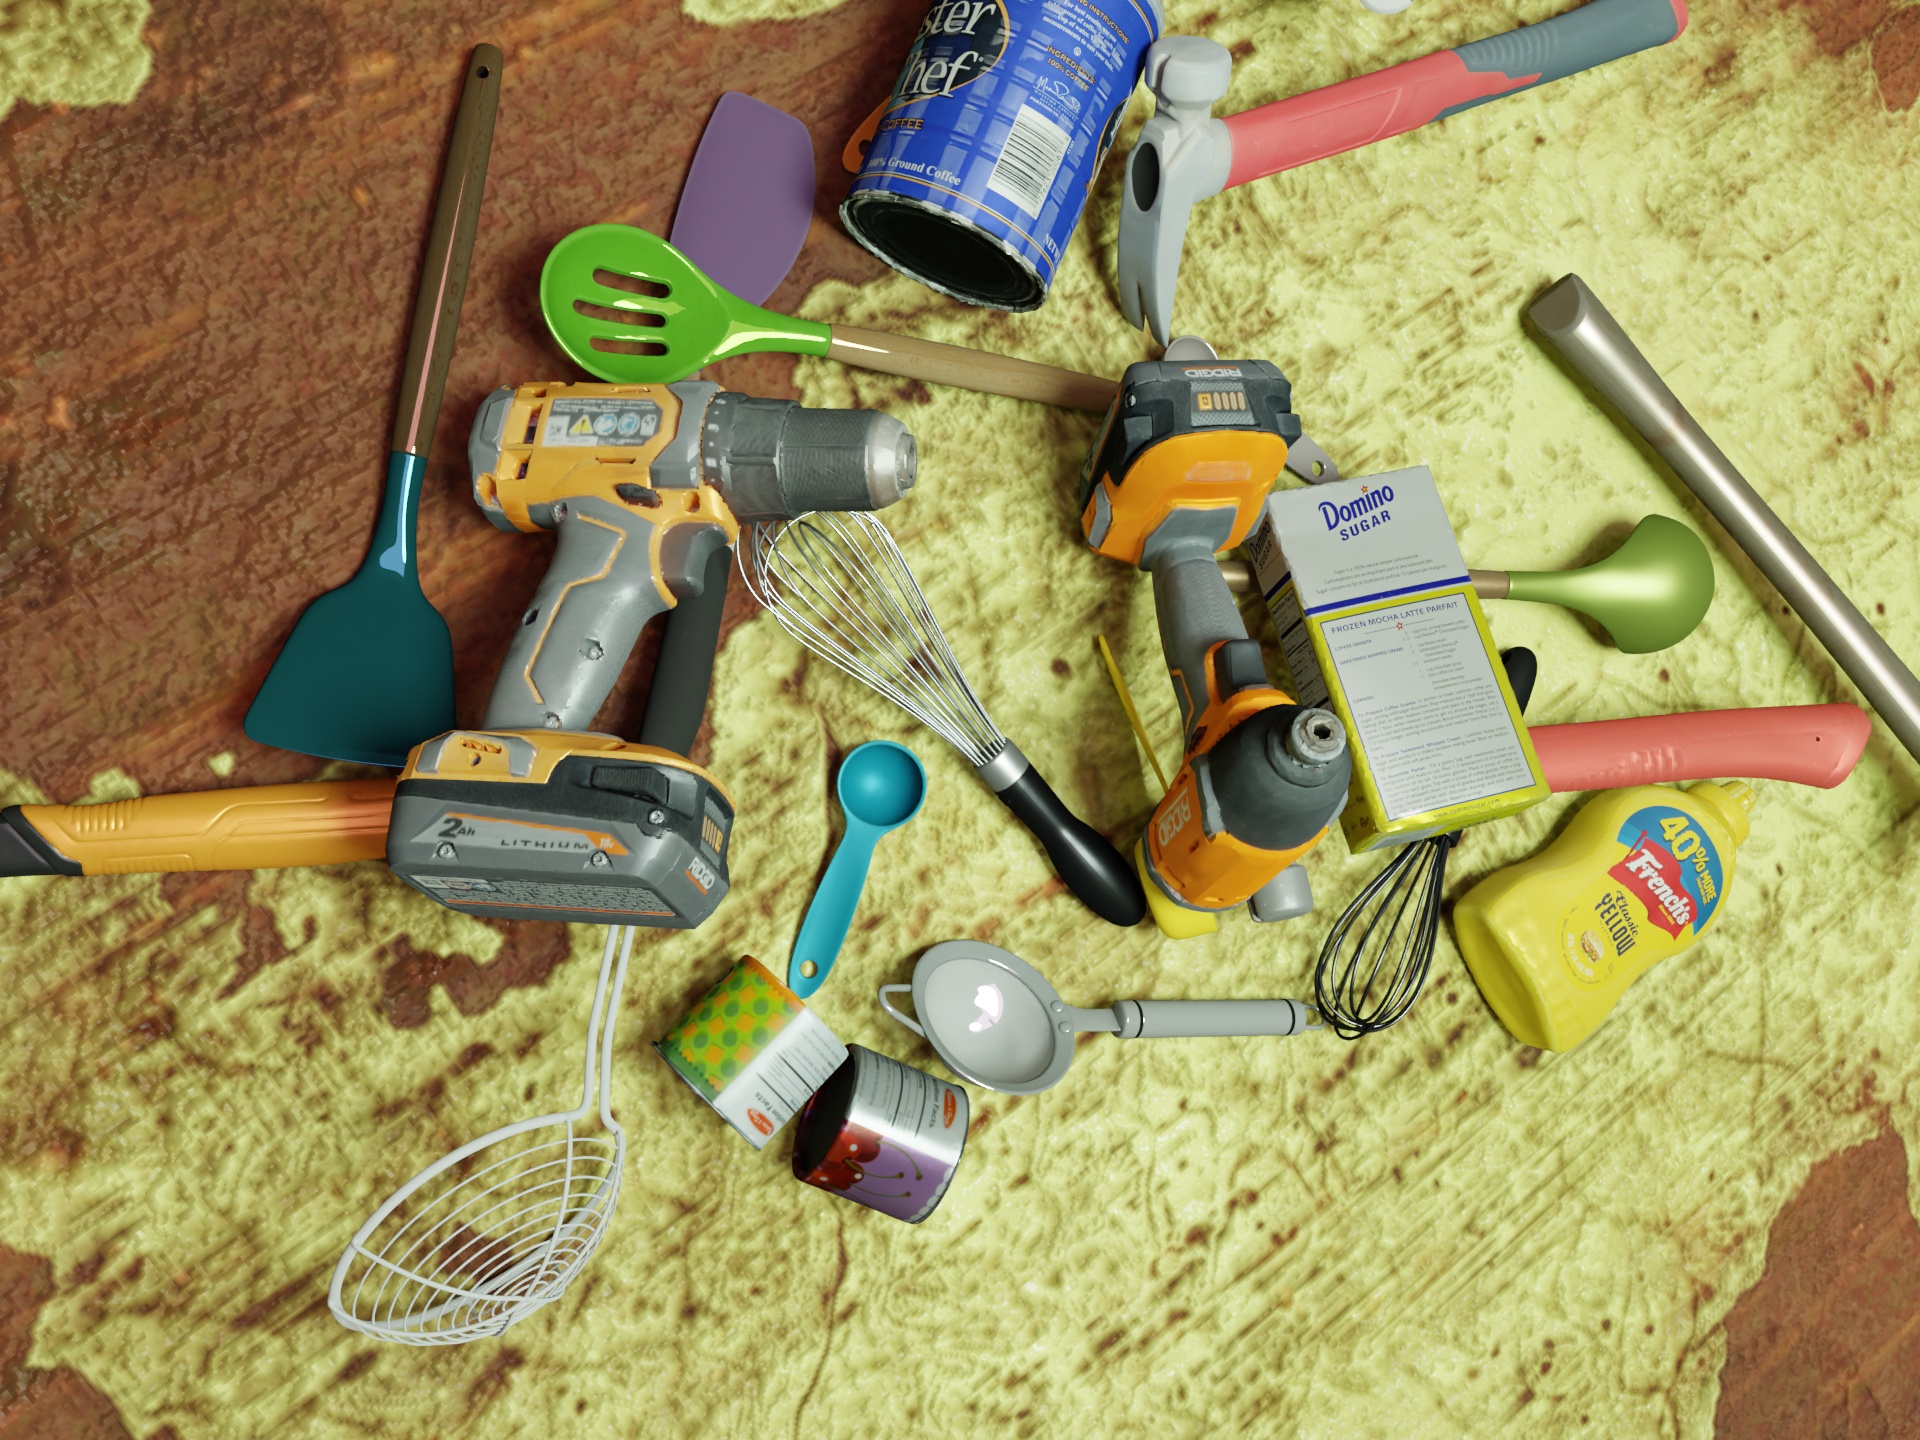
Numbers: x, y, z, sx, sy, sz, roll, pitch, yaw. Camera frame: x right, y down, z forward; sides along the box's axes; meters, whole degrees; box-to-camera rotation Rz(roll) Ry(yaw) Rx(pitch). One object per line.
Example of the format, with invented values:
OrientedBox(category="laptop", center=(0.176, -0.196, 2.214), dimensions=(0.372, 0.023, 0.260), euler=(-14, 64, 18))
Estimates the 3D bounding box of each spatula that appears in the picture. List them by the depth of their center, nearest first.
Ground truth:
OrientedBox(category="spatula", center=(-0.228, -0.139, 0.674), dimensions=(0.082, 0.044, 0.317), euler=(10, 85, -13))
OrientedBox(category="spatula", center=(-0.131, -0.135, 0.720), dimensions=(0.059, 0.018, 0.316), euler=(20, 82, -19))

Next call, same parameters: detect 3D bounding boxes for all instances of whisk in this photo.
OrientedBox(category="whisk", center=(-0.002, -0.002, 0.747), dimensions=(0.070, 0.070, 0.284), euler=(-46, 109, -14))
OrientedBox(category="whisk", center=(0.250, 0.061, 0.838), dimensions=(0.055, 0.055, 0.239), euler=(35, 74, -15))

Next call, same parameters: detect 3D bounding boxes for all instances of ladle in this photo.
OrientedBox(category="ladle", center=(0.259, -0.075, 0.848), dimensions=(0.320, 0.062, 0.078), euler=(1, 104, -12))

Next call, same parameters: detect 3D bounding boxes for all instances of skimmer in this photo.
OrientedBox(category="skimmer", center=(-0.171, 0.082, 0.685), dimensions=(0.090, 0.127, 0.363), euler=(3, 73, 24))

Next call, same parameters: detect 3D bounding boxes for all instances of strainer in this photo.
OrientedBox(category="strainer", center=(0.073, 0.148, 0.776), dimensions=(0.258, 0.050, 0.087), euler=(4, 44, -24))

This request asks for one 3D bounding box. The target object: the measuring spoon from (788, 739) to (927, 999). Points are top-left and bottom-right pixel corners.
OrientedBox(category="measuring spoon", center=(-0.053, 0.070, 0.749), dimensions=(0.042, 0.021, 0.128), euler=(22, 91, -1))

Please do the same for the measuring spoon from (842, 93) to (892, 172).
OrientedBox(category="measuring spoon", center=(-0.016, -0.304, 0.768), dimensions=(0.117, 0.011, 0.021), euler=(-46, 111, -10))

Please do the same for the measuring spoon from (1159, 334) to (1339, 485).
OrientedBox(category="measuring spoon", center=(0.148, -0.155, 0.822), dimensions=(0.124, 0.018, 0.034), euler=(32, 75, -23))

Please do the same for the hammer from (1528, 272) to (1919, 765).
OrientedBox(category="hammer", center=(0.465, -0.090, 0.897), dimensions=(0.410, 0.038, 0.146), euler=(47, 34, -5))

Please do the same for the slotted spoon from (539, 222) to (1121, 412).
OrientedBox(category="slotted spoon", center=(-0.039, -0.169, 0.737), dimensions=(0.313, 0.031, 0.070), euler=(5, 87, -25))

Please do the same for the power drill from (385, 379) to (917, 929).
OrientedBox(category="power drill", center=(-0.118, -0.036, 0.634), dimensions=(0.185, 0.084, 0.226), euler=(2, 67, 10))

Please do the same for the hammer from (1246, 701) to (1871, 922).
OrientedBox(category="hammer", center=(0.301, 0.011, 0.820), dimensions=(0.359, 0.036, 0.149), euler=(-5, 75, -12))

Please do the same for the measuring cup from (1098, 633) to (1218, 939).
OrientedBox(category="measuring cup", center=(0.087, 0.034, 0.785), dimensions=(0.029, 0.062, 0.156), euler=(-22, 84, 8))

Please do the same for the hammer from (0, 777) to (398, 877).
OrientedBox(category="hammer", center=(-0.340, 0.039, 0.638), dimensions=(0.336, 0.034, 0.127), euler=(-2, 91, -19))

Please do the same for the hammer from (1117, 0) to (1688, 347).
OrientedBox(category="hammer", center=(0.240, -0.312, 0.824), dimensions=(0.386, 0.038, 0.143), euler=(-25, 141, -26))

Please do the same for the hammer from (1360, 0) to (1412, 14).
OrientedBox(category="hammer", center=(0.075, -0.447, 0.762), dimensions=(0.334, 0.035, 0.146), euler=(26, 38, -8))

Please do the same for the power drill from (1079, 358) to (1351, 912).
OrientedBox(category="power drill", center=(0.116, -0.043, 0.701), dimensions=(0.084, 0.164, 0.227), euler=(-3, 70, -10))
